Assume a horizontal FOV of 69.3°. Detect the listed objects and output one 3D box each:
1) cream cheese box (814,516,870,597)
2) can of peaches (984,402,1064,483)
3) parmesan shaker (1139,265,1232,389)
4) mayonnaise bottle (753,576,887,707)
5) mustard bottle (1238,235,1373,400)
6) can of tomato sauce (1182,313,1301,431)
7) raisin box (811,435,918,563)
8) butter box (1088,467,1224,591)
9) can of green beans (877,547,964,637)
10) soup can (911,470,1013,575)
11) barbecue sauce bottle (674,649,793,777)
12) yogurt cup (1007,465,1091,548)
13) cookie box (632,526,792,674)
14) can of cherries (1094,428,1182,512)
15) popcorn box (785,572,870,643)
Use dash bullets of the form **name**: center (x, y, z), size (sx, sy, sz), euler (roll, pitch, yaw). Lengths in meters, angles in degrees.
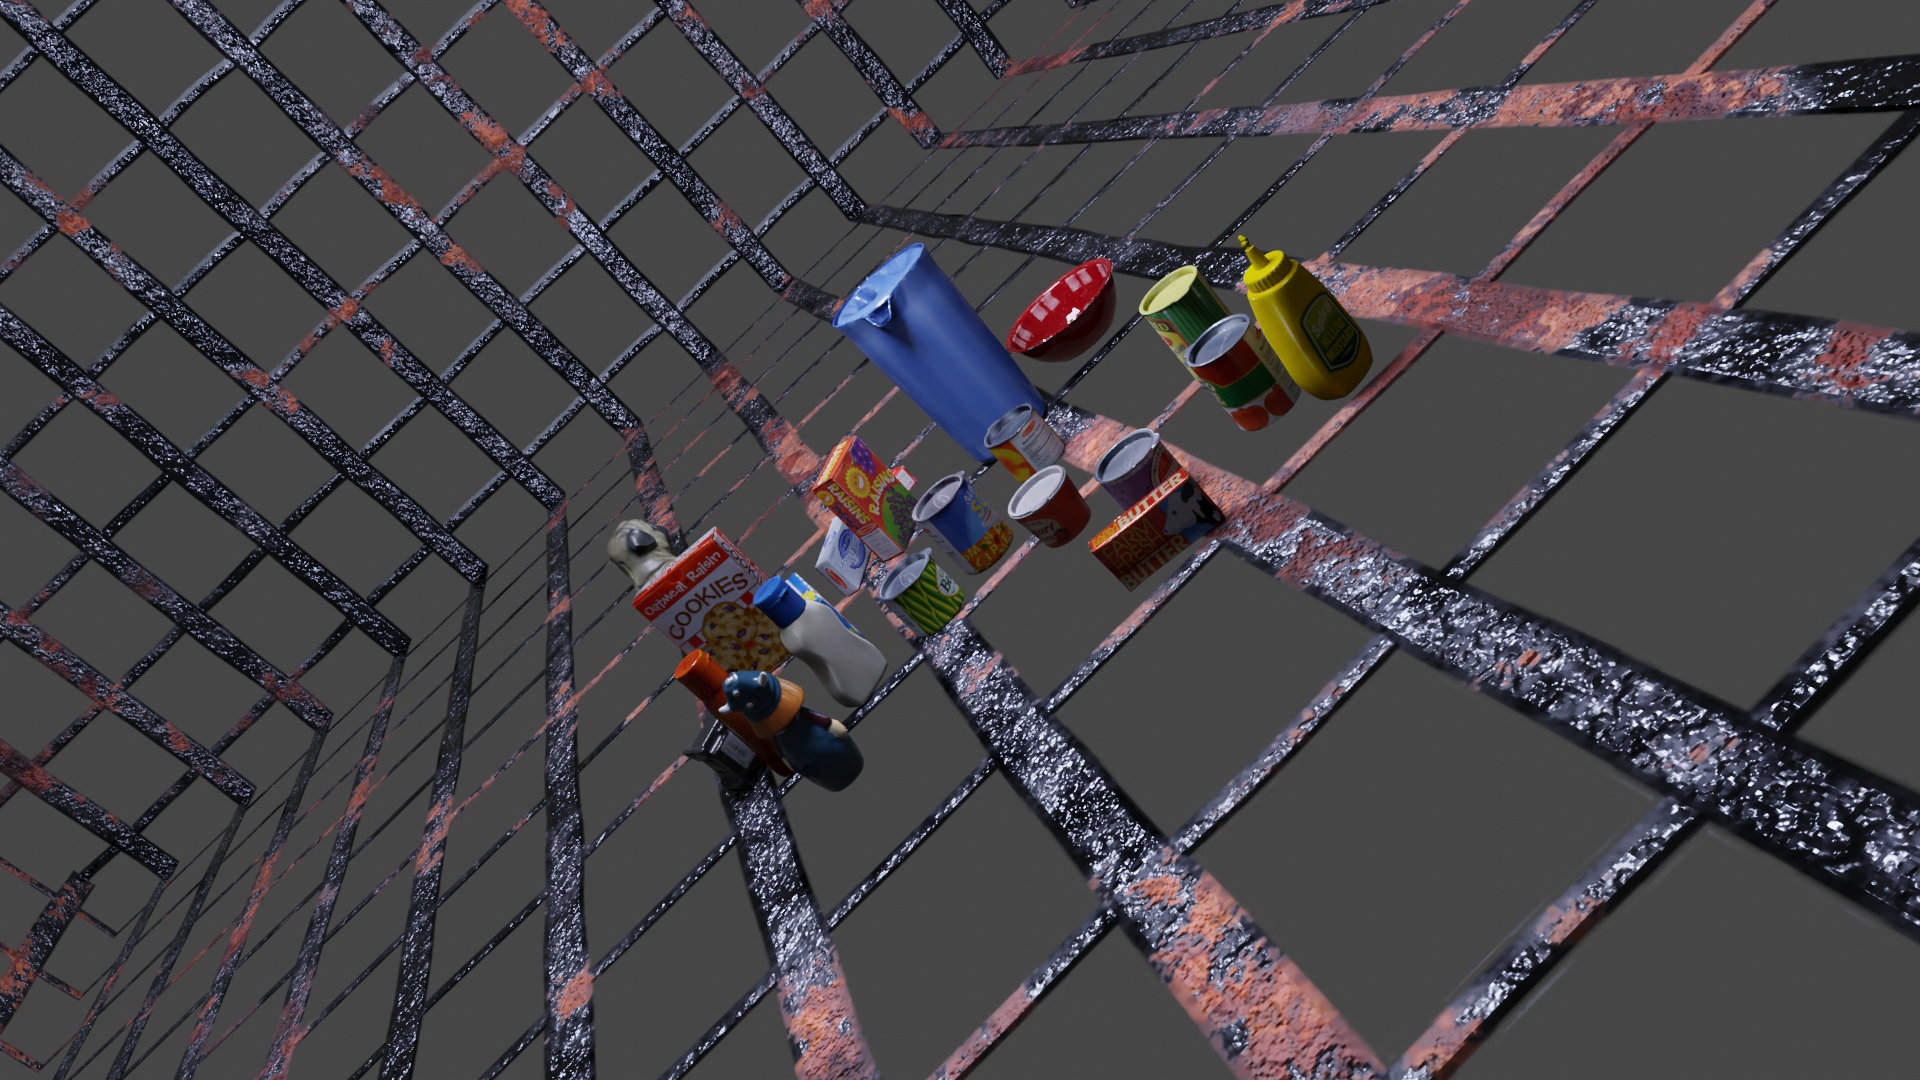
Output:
- **cream cheese box**: center (-0.134, 0.015, 1.618), size (0.024, 0.053, 0.104), euler (-32, 24, 27)
- **can of peaches**: center (0.068, -0.104, 1.482), size (0.071, 0.058, 0.071), euler (-36, 23, 18)
- **parmesan shaker**: center (0.228, -0.201, 1.323), size (0.071, 0.103, 0.071), euler (-36, 23, 18)
- **mayonnaise bottle**: center (-0.138, 0.096, 1.353), size (0.041, 0.148, 0.065), euler (-16, 34, 49)
- **mustard bottle**: center (0.275, -0.188, 1.141), size (0.065, 0.160, 0.049), euler (-51, 23, -18)
- **can of tomato sauce**: center (0.247, -0.146, 1.217), size (0.071, 0.083, 0.071), euler (-36, 23, 18)
- **raisin box**: center (-0.105, -0.048, 1.588), size (0.040, 0.123, 0.086), euler (-27, 27, 35)
- **butter box**: center (0.162, -0.008, 1.154), size (0.103, 0.053, 0.024), euler (-39, 22, 12)
- **can of green beans**: center (-0.039, 0.054, 1.379), size (0.071, 0.057, 0.071), euler (-36, 23, 18)
- **soup can**: center (0.005, -0.018, 1.399), size (0.071, 0.083, 0.072), euler (-36, 23, 18)
- **barbecue sauce bottle**: center (-0.213, 0.166, 1.353), size (0.043, 0.148, 0.065), euler (-44, 22, 0)
- **yogurt cup**: center (0.087, -0.030, 1.320), size (0.072, 0.054, 0.073), euler (-36, 23, 18)
- **cookie box**: center (-0.264, 0.083, 1.565), size (0.123, 0.167, 0.040), euler (-39, 22, 12)
- **can of cherries**: center (0.164, -0.057, 1.231), size (0.071, 0.058, 0.072), euler (-36, 23, 18)
- **popcorn box**: center (-0.145, 0.086, 1.466), size (0.038, 0.085, 0.127), euler (-46, 22, -6)
